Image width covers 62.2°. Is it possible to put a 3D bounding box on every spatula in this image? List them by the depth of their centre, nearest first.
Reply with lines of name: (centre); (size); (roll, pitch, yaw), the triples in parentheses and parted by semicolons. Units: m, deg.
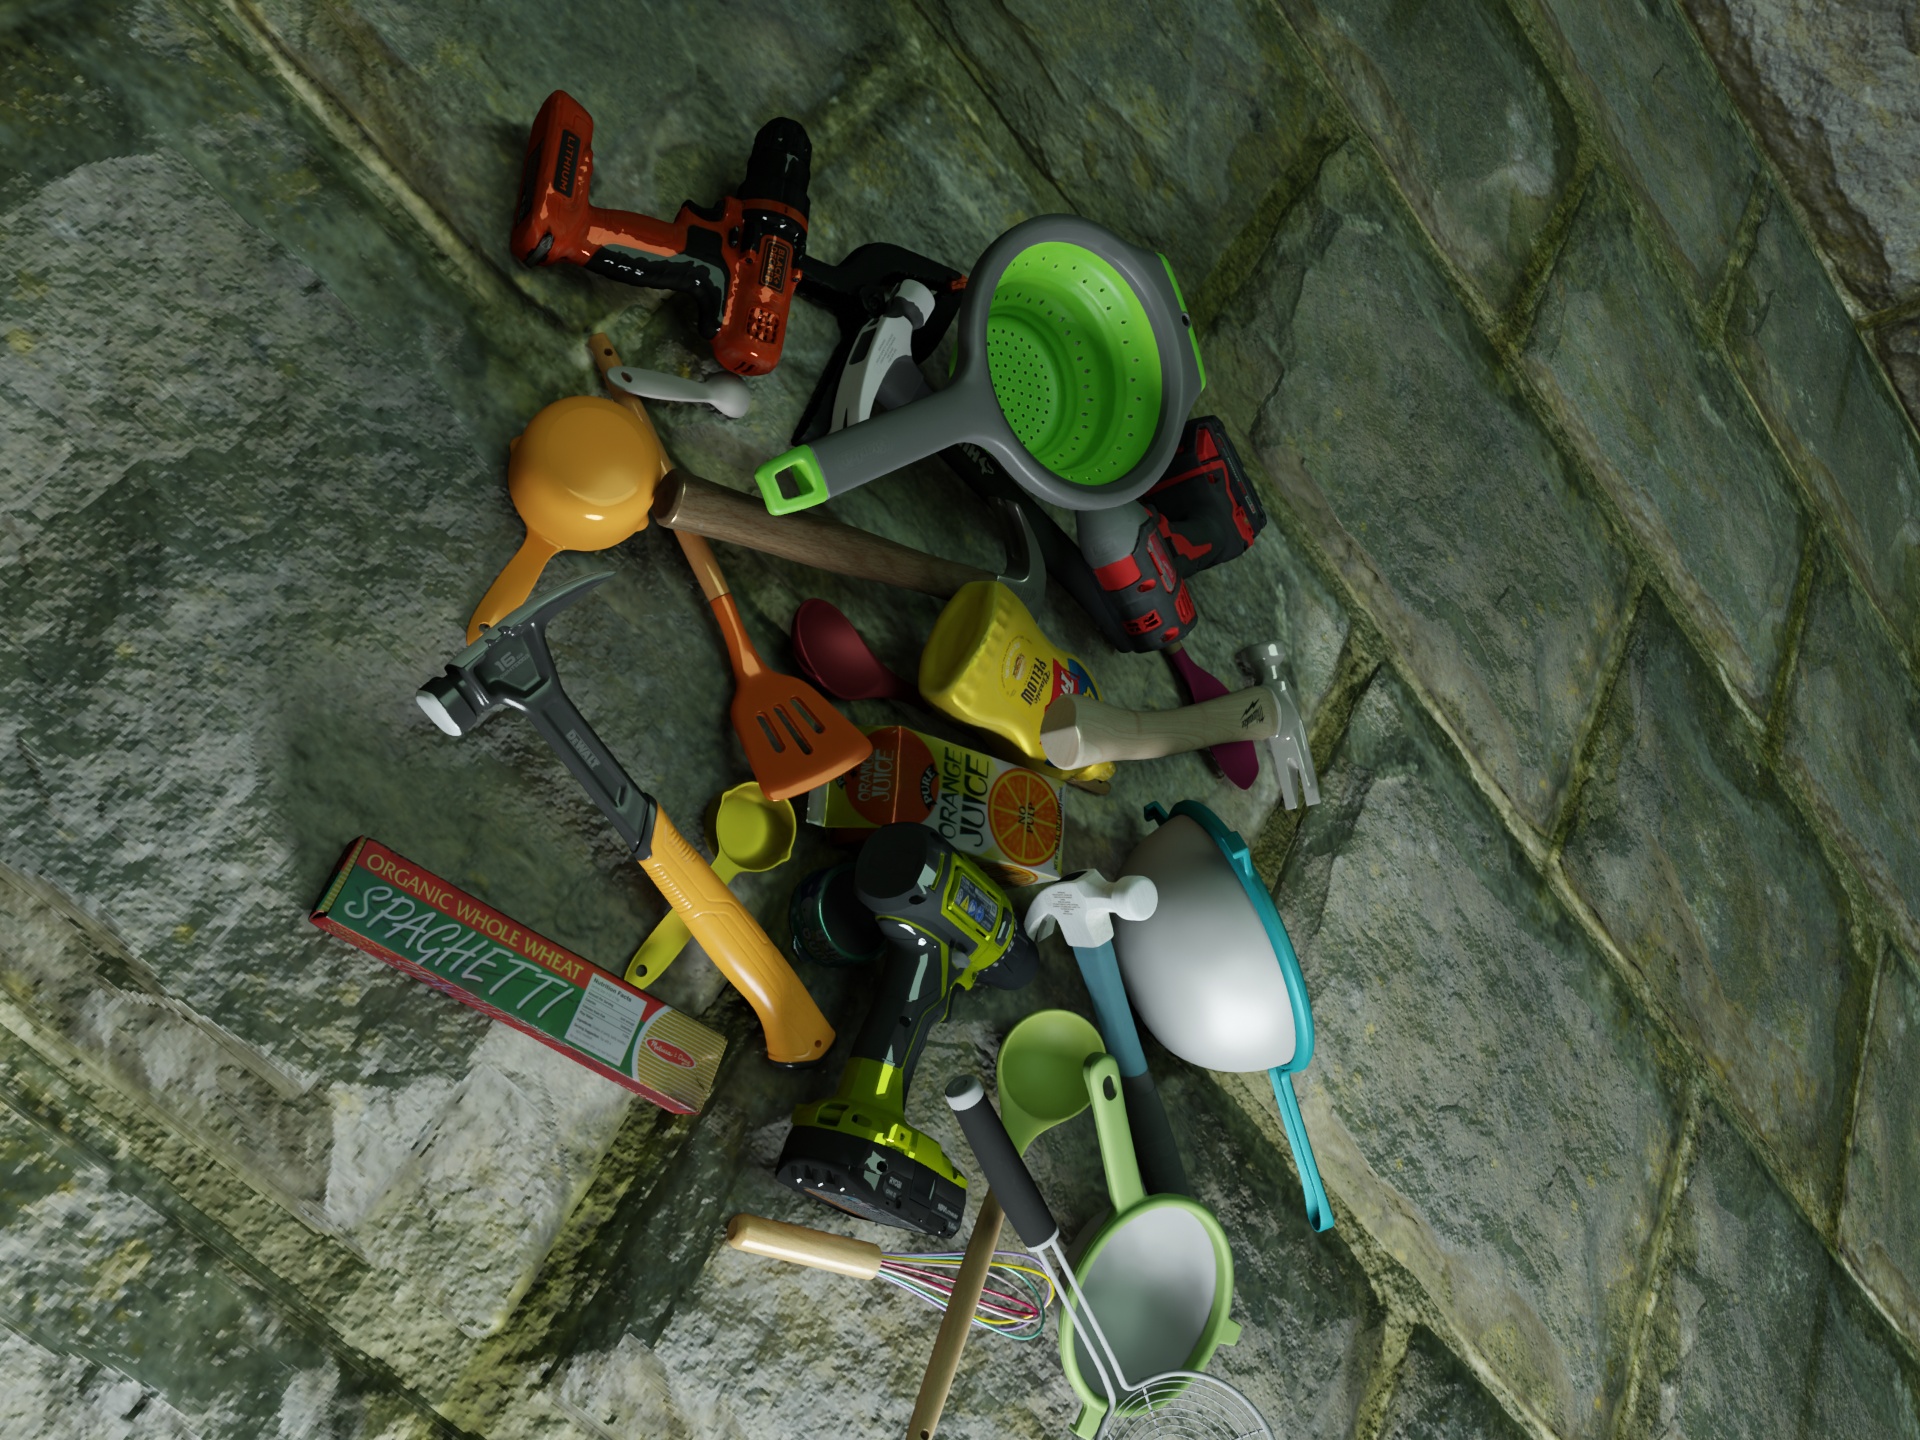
spatula: (-0.161, -0.103, 1.016); (0.081, 0.041, 0.322); (-26, 91, -27)

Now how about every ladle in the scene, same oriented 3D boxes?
ladle: (0.025, 0.315, 1.010); (0.078, 0.062, 0.320); (36, 42, -10)
ladle: (-0.002, -0.004, 1.143); (0.315, 0.031, 0.069); (26, 50, -35)

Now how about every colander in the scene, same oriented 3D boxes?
colander: (0.002, -0.213, 1.085); (0.397, 0.094, 0.204); (-30, 105, -36)

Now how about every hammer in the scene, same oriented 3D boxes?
hammer: (-0.167, 0.075, 0.935); (0.127, 0.034, 0.336); (-44, 116, -26)
hammer: (-0.061, -0.112, 1.061); (0.331, 0.031, 0.130); (12, 95, -45)
hammer: (0.125, 0.260, 1.129); (0.033, 0.128, 0.331); (-26, 104, -37)
hammer: (0.033, -0.161, 1.192); (0.334, 0.035, 0.146); (43, 59, -31)
hammer: (0.178, 0.014, 1.215); (0.410, 0.038, 0.146); (-6, 81, -57)

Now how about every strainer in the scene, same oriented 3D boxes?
strainer: (0.101, 0.340, 1.081); (0.151, 0.069, 0.256); (-18, 103, -31)
strainer: (0.185, 0.231, 1.162); (0.095, 0.211, 0.340); (-20, 97, -9)

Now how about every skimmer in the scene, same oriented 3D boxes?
skimmer: (0.091, 0.374, 0.980); (0.127, 0.090, 0.363); (-34, 110, -24)

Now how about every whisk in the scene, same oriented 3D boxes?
whisk: (-0.039, 0.349, 1.001); (0.244, 0.047, 0.051); (24, 51, -29)

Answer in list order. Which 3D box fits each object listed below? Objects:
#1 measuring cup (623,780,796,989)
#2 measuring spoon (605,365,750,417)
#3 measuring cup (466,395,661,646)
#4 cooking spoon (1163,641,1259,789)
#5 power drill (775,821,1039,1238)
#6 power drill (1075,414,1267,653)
measuring cup: (-0.161, 0.103, 0.981); (0.062, 0.029, 0.156); (48, 64, -23)
measuring spoon: (-0.180, -0.221, 1.039); (0.124, 0.018, 0.034); (-6, 69, -54)
measuring cup: (-0.241, -0.118, 0.943); (0.095, 0.052, 0.174); (32, 63, -14)
cooking spoon: (0.164, -0.079, 1.313); (0.318, 0.017, 0.069); (58, 42, -12)
power drill: (-0.021, 0.201, 1.010); (0.190, 0.080, 0.229); (47, 52, -49)
power drill: (0.159, -0.157, 1.257); (0.143, 0.078, 0.220); (61, 36, -13)
